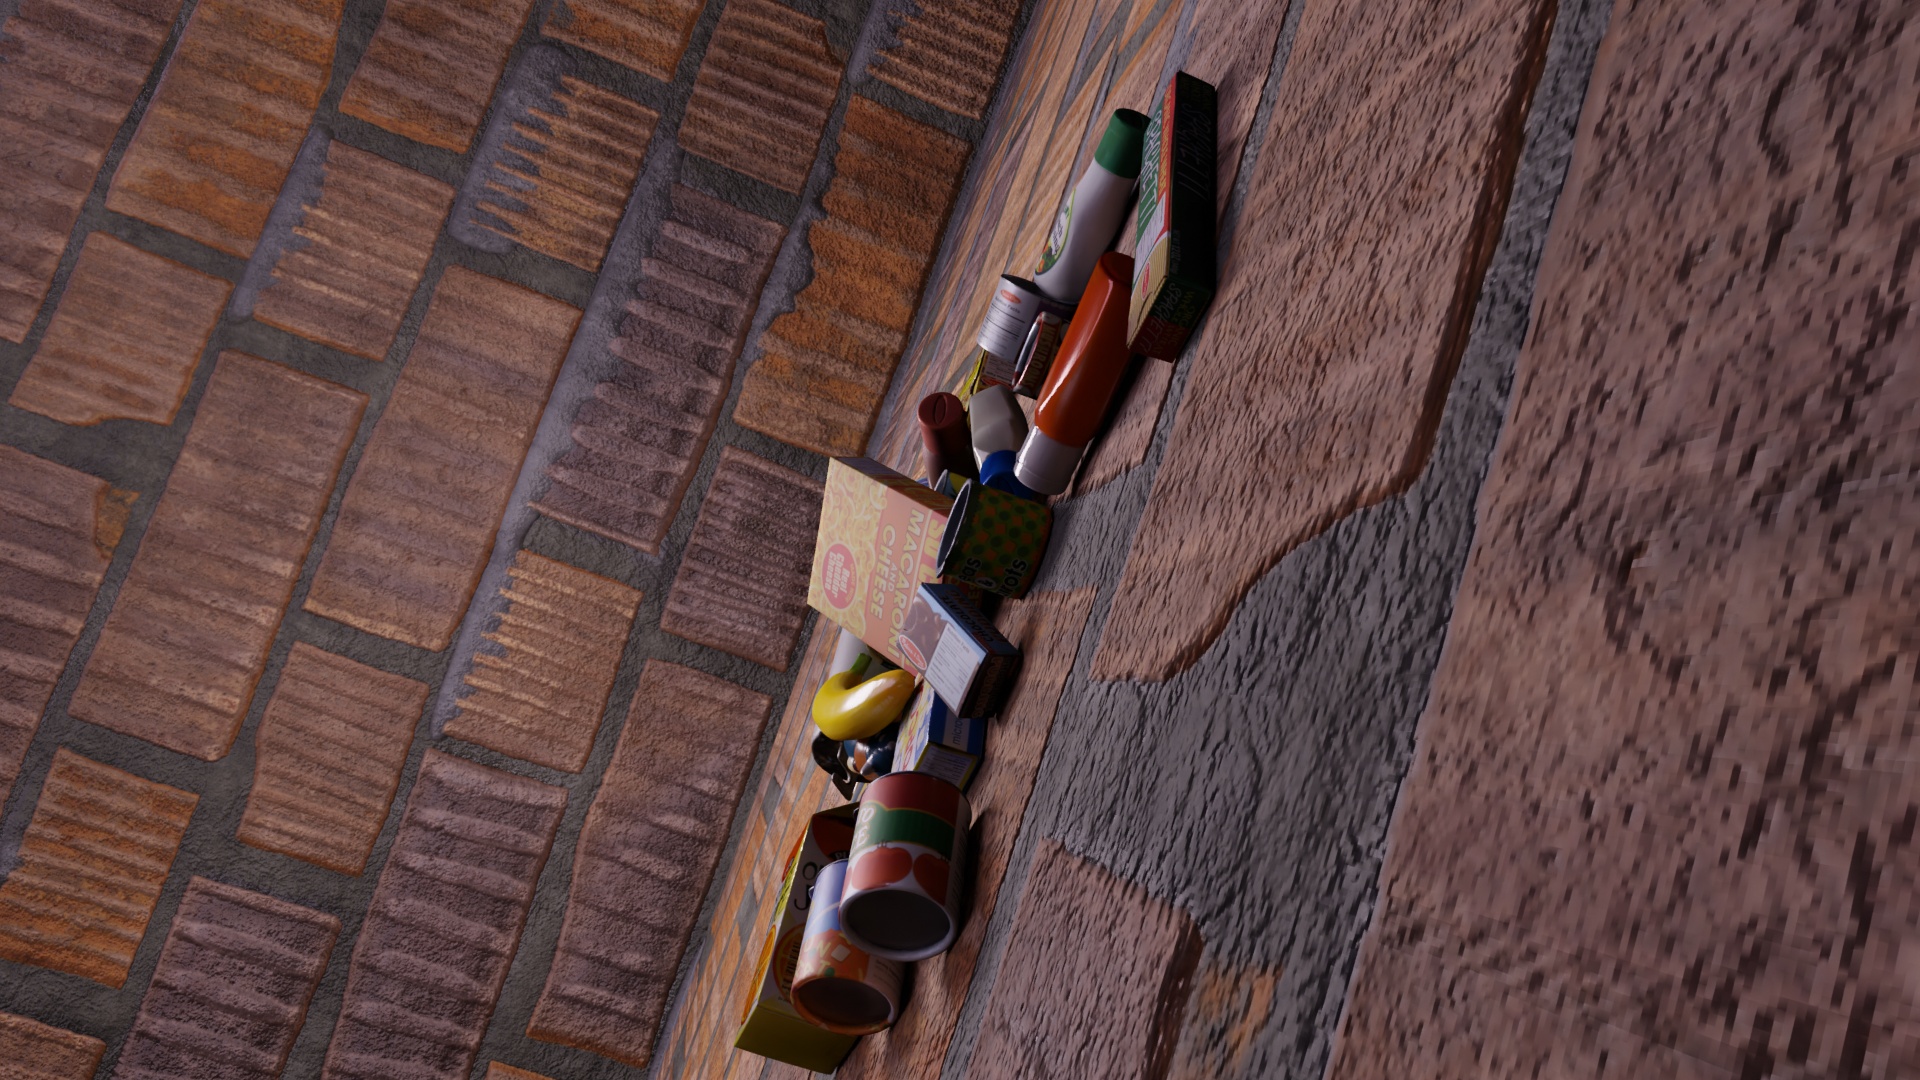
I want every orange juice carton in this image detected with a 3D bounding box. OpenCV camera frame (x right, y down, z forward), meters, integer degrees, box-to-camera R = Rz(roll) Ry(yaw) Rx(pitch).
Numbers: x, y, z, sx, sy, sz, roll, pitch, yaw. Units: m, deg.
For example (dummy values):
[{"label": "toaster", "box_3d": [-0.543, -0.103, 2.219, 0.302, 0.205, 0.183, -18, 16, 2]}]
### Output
[{"label": "orange juice carton", "box_3d": [-0.095, 0.268, 0.990, 0.194, 0.073, 0.071, -77, 10, -45]}]

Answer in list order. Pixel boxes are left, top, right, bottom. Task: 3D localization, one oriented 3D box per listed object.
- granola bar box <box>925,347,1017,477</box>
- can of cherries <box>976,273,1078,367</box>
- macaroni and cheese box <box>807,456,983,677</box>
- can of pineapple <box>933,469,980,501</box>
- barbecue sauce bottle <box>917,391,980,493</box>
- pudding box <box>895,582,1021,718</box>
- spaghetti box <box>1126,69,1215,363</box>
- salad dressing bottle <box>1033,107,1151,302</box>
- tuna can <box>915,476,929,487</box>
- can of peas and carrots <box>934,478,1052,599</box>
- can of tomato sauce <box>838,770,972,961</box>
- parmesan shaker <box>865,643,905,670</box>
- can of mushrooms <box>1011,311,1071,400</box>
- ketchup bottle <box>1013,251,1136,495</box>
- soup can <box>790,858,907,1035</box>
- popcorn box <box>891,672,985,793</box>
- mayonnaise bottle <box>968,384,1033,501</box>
[{"label": "granola bar box", "box_3d": [0.007, -0.101, 1.342, 0.164, 0.039, 0.125, 122, 165, -58]}, {"label": "can of cherries", "box_3d": [0.055, -0.173, 1.111, 0.072, 0.071, 0.058, -94, 24, -71]}, {"label": "macaroni and cheese box", "box_3d": [-0.049, 0.019, 1.033, 0.167, 0.040, 0.123, 28, 113, 49]}, {"label": "can of pineapple", "box_3d": [0.004, -0.013, 1.070, 0.071, 0.058, 0.071, -158, 87, -82]}, {"label": "barbecue sauce bottle", "box_3d": [-0.007, -0.062, 1.122, 0.148, 0.044, 0.065, 78, -163, -58]}, {"label": "pudding box", "box_3d": [-0.002, 0.068, 0.868, 0.084, 0.030, 0.049, 44, 120, 44]}, {"label": "spaghetti box", "box_3d": [0.124, -0.196, 0.806, 0.251, 0.029, 0.050, -78, 11, -47]}, {"label": "salad dressing bottle", "box_3d": [0.102, -0.250, 1.042, 0.064, 0.044, 0.146, -82, 14, -51]}, {"label": "tuna can", "box_3d": [-0.027, -0.022, 1.265, 0.033, 0.071, 0.070, -83, 15, -65]}, {"label": "can of peas and carrots", "box_3d": [0.021, 0.002, 0.912, 0.071, 0.059, 0.071, -158, 87, -82]}, {"label": "can of tomato sauce", "box_3d": [-0.032, 0.182, 0.779, 0.083, 0.071, 0.070, -81, 14, -54]}, {"label": "parmesan shaker", "box_3d": [-0.041, 0.058, 1.184, 0.103, 0.071, 0.071, -82, 14, -55]}, {"label": "can of mushrooms", "box_3d": [0.065, -0.137, 1.049, 0.071, 0.033, 0.071, -156, 87, -82]}, {"label": "ketchup bottle", "box_3d": [0.075, -0.098, 0.843, 0.065, 0.043, 0.148, -82, 14, -61]}, {"label": "soup can", "box_3d": [-0.067, 0.248, 0.849, 0.084, 0.071, 0.071, -80, 12, -51]}, {"label": "popcorn box", "box_3d": [-0.014, 0.124, 0.914, 0.127, 0.038, 0.084, -81, 13, -56]}, {"label": "mayonnaise bottle", "box_3d": [0.031, -0.062, 1.008, 0.149, 0.041, 0.064, -90, -23, -66]}]
